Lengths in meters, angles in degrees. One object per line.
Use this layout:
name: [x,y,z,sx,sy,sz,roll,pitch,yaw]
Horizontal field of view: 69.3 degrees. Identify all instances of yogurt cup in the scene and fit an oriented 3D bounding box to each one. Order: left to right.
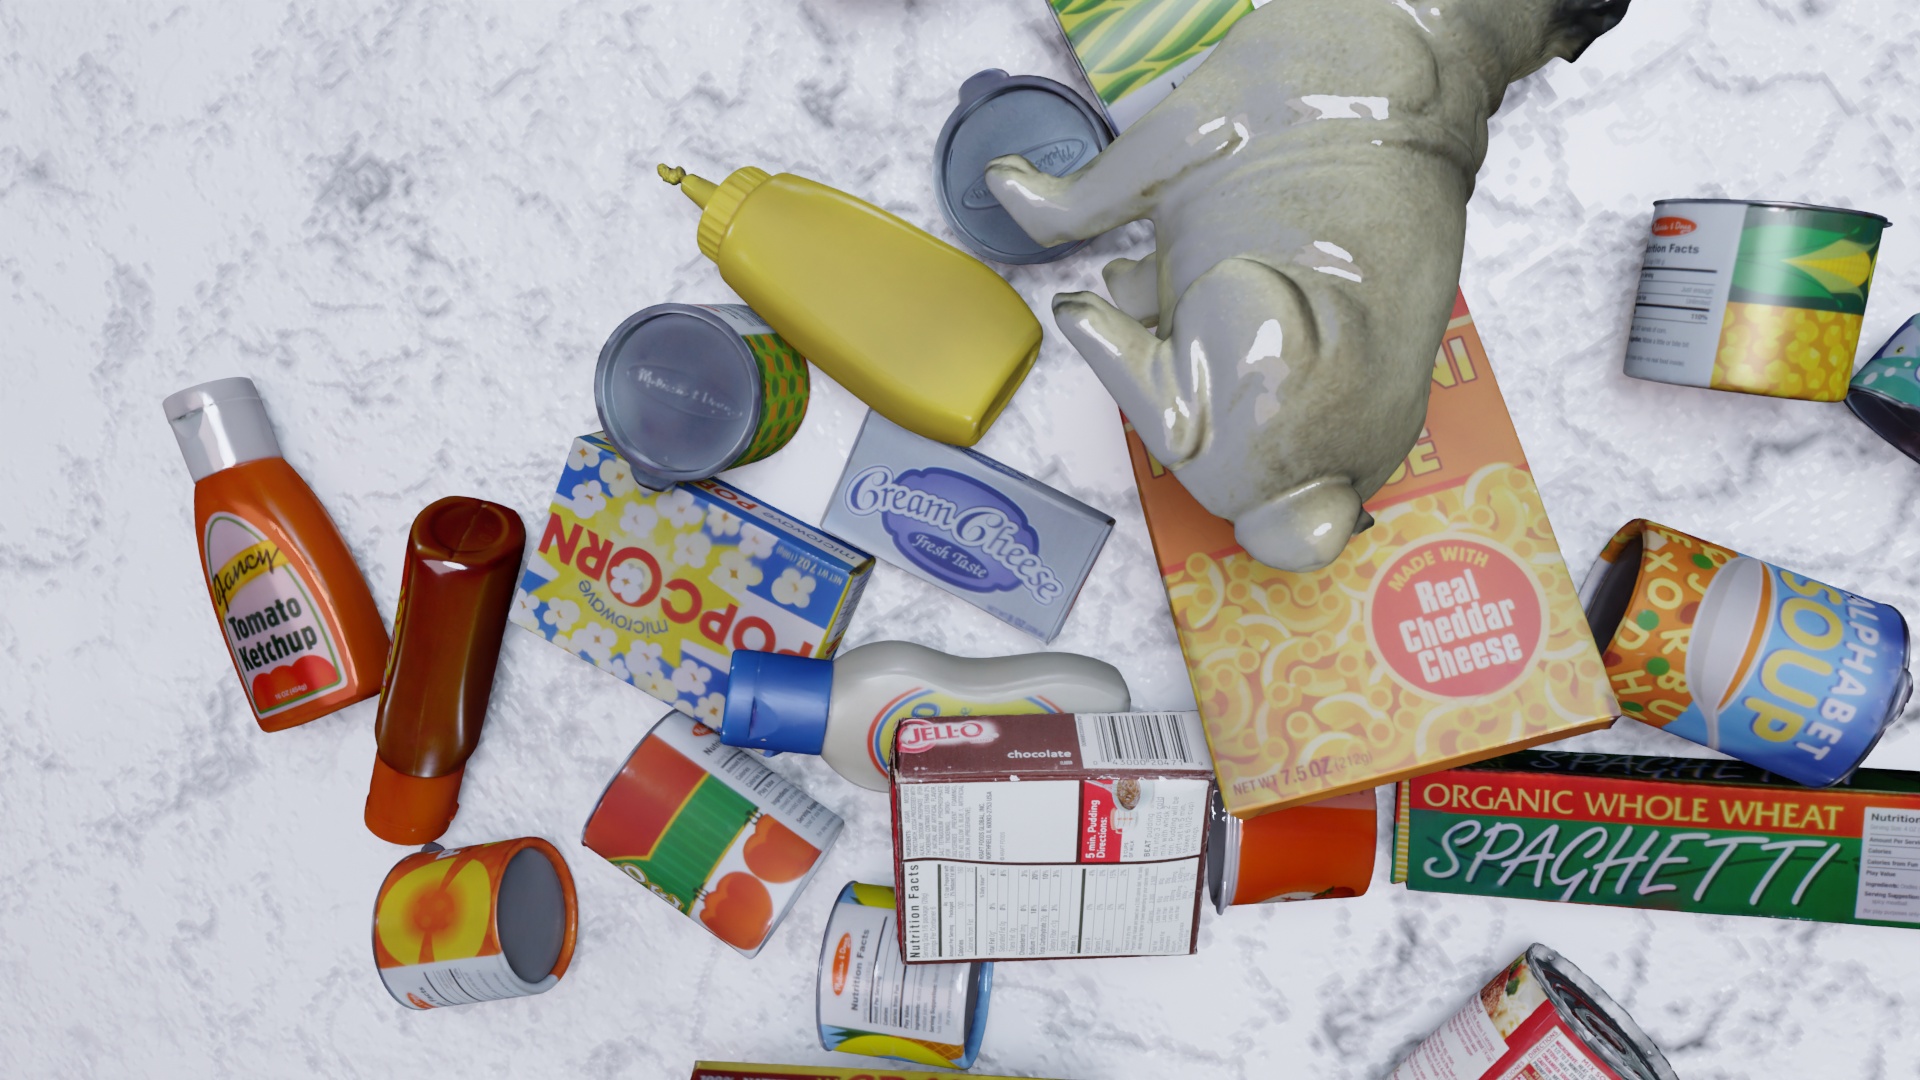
yogurt cup: [0.120,0.101,0.510,0.054,0.072,0.072,2,99,4]

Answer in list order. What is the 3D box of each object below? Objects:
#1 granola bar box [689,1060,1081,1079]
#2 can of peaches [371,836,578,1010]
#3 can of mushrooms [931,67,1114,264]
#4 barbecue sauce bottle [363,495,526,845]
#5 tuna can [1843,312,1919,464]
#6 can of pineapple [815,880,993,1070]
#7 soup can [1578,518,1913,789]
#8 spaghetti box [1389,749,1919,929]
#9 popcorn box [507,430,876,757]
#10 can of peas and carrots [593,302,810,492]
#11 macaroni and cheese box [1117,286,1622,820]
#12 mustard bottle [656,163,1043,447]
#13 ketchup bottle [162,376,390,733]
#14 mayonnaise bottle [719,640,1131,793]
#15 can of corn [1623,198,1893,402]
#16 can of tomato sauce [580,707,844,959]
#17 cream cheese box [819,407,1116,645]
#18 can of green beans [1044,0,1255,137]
granola bar box: [-0.018,0.262,0.551,0.165,0.039,0.123,-2,126,13]
can of peaches: [-0.204,0.160,0.591,0.058,0.071,0.071,-11,96,15]
can of mushrooms: [0.024,-0.137,0.509,0.071,0.033,0.071,2,100,13]
barbecue sauce bottle: [-0.219,0.059,0.582,0.044,0.065,0.148,15,112,-12]
tuna can: [0.319,-0.041,0.438,0.071,0.071,0.032,39,104,5]
can of pineapple: [-0.020,0.172,0.552,0.058,0.071,0.071,4,100,12]
soup can: [0.256,0.036,0.464,0.084,0.071,0.071,21,103,9]
spaghetti box: [0.282,0.105,0.490,0.250,0.029,0.050,2,99,13]
popcorn box: [-0.108,0.020,0.561,0.127,0.038,0.085,26,105,8]
can of peas and carrots: [-0.098,-0.056,0.536,0.071,0.059,0.070,2,100,13]
macaroni and cheese box: [0.129,-0.002,0.471,0.123,0.040,0.167,-17,70,14]
mustard bottle: [-0.047,-0.099,0.520,0.160,0.048,0.065,35,77,9]
ketchup bottle: [-0.297,0.005,0.599,0.064,0.043,0.148,-19,93,16]
mayonnaise bottle: [-0.014,0.068,0.523,0.148,0.041,0.064,8,107,-8]
can of corn: [0.257,-0.077,0.449,0.071,0.071,0.058,8,101,11]
can of tomato sauce: [-0.100,0.119,0.560,0.083,0.071,0.071,33,104,5]
cream cheese box: [0.002,-0.007,0.539,0.104,0.024,0.053,27,103,8]
can of green beans: [0.068,-0.175,0.476,0.058,0.071,0.071,-27,92,15]
